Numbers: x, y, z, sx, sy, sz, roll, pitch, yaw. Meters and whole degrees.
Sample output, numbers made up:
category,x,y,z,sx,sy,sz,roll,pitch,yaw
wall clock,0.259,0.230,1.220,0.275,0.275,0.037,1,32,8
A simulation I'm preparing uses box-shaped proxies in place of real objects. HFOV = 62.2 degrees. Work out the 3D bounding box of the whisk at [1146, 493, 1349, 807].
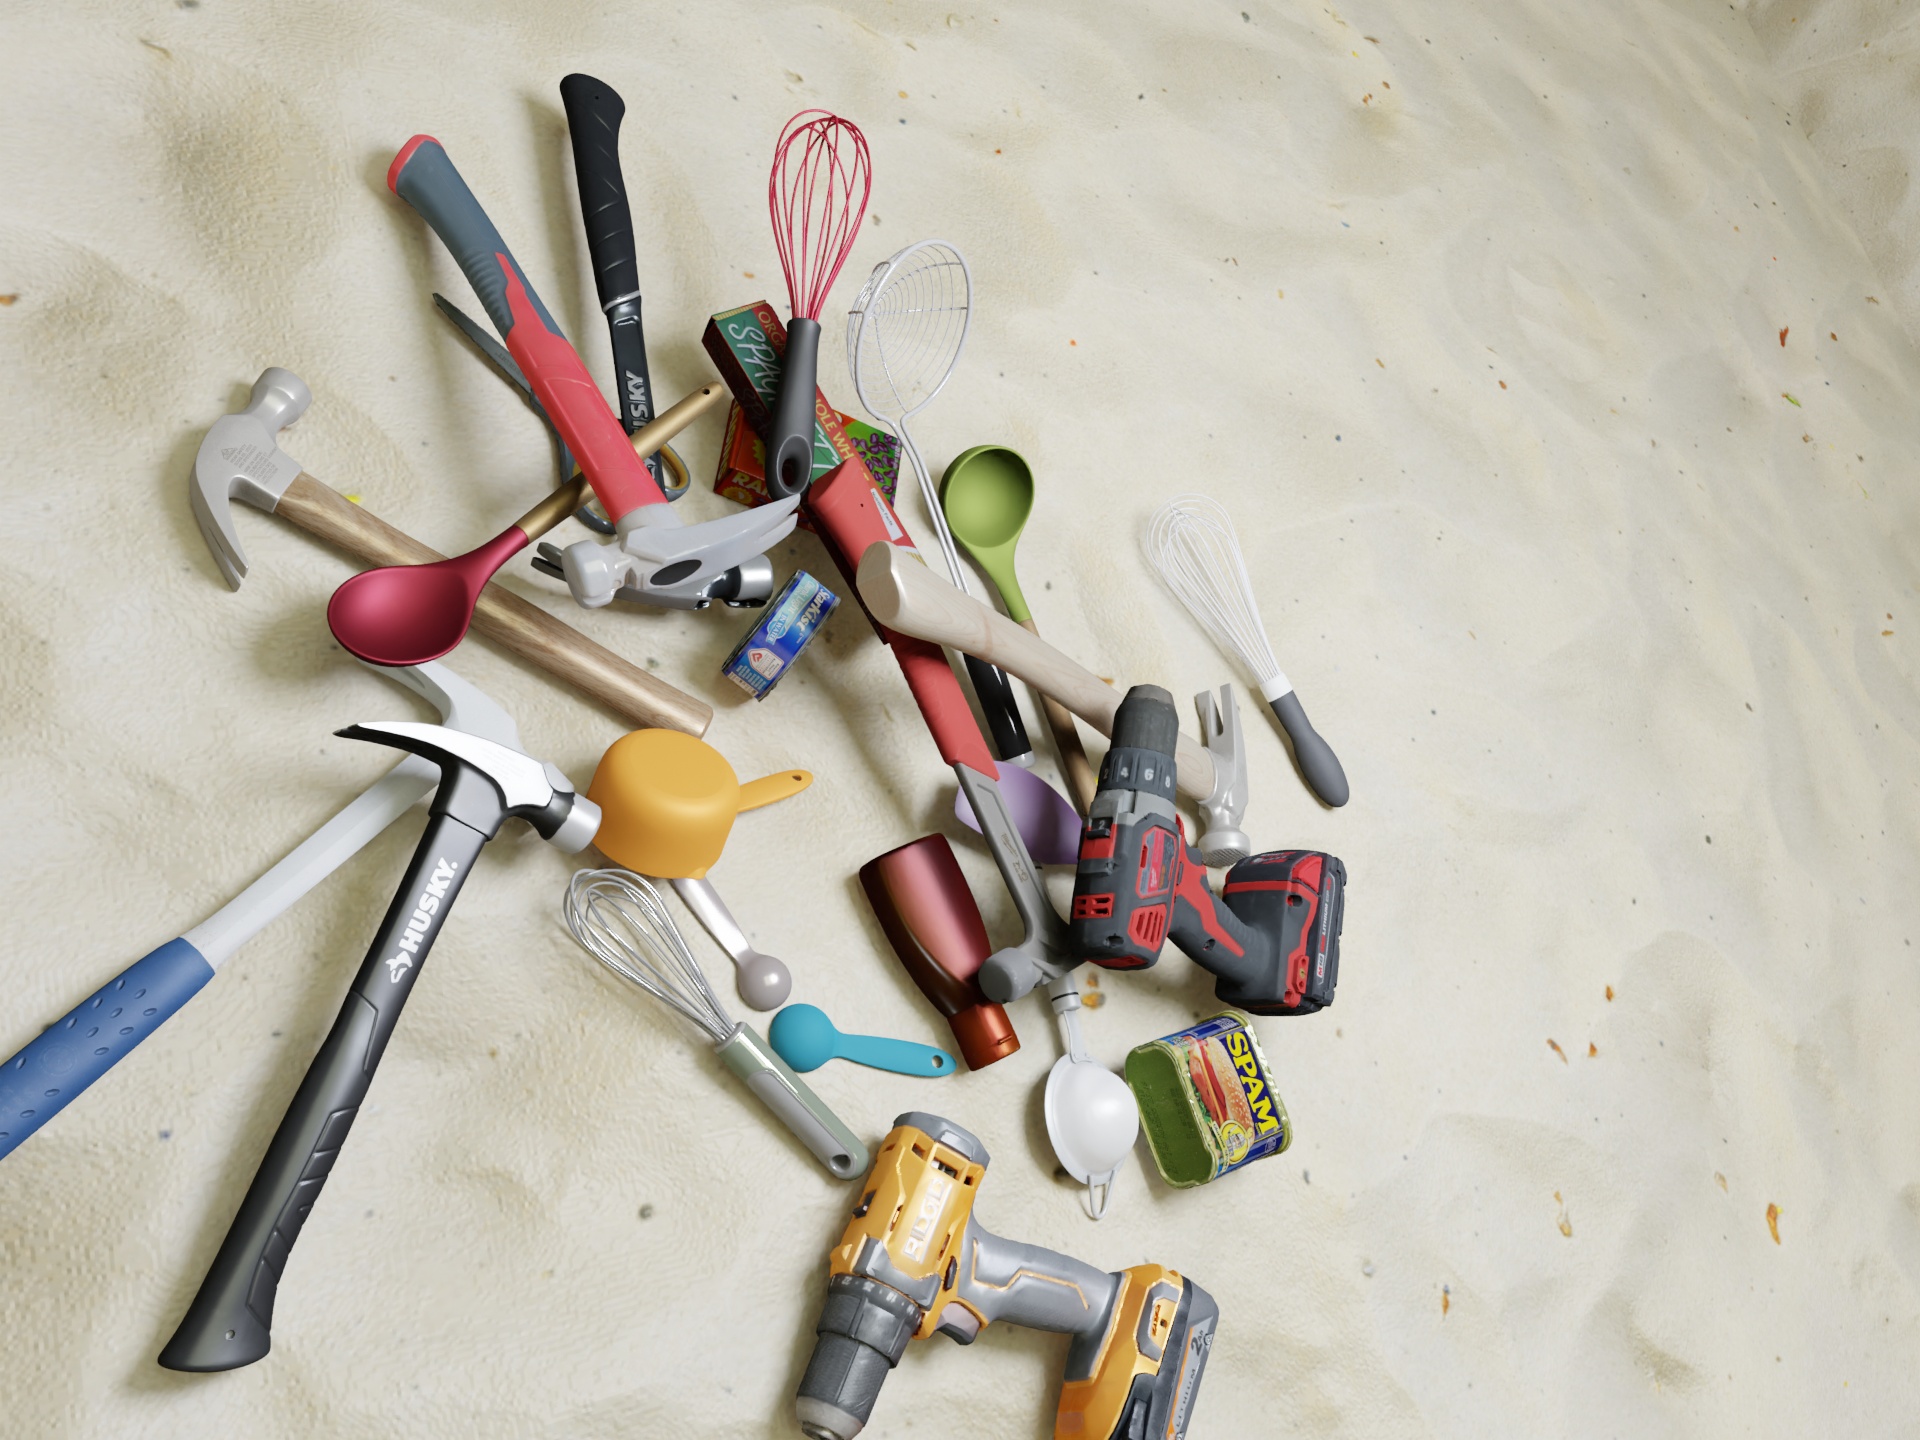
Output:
category,x,y,z,sx,sy,sz,roll,pitch,yaw
whisk,0.239,-0.055,1.282,0.070,0.070,0.284,-30,90,-39

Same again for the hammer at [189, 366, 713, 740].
category,x,y,z,sx,sy,sz,roll,pitch,yaw
hammer,-0.297,-0.074,0.951,0.331,0.031,0.130,32,53,-17

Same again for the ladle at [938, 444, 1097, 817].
category,x,y,z,sx,sy,sz,roll,pitch,yaw
ladle,0.060,-0.051,1.161,0.078,0.062,0.320,-15,78,-26

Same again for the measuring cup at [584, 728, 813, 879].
category,x,y,z,sx,sy,sz,roll,pitch,yaw
measuring cup,-0.146,0.036,0.968,0.095,0.052,0.173,43,36,25

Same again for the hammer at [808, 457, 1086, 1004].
category,x,y,z,sx,sy,sz,roll,pitch,yaw
hammer,-0.002,-0.003,1.037,0.149,0.036,0.359,-23,88,-50

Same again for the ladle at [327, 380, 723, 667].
category,x,y,z,sx,sy,sz,roll,pitch,yaw
ladle,-0.247,-0.126,0.954,0.069,0.031,0.315,40,54,4

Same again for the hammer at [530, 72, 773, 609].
category,x,y,z,sx,sy,sz,roll,pitch,yaw
hammer,-0.229,-0.261,1.061,0.149,0.036,0.409,-2,69,-28

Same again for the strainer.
category,x,y,z,sx,sy,sz,roll,pitch,yaw
strainer,0.073,0.195,1.057,0.086,0.050,0.259,9,58,-47

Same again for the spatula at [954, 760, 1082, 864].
category,x,y,z,sx,sy,sz,roll,pitch,yaw
spatula,0.127,0.109,1.133,0.315,0.018,0.060,29,61,-24

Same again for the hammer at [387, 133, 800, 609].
category,x,y,z,sx,sy,sz,roll,pitch,yaw
hammer,-0.247,-0.236,0.988,0.143,0.038,0.387,-22,64,-25

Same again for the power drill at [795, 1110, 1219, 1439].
category,x,y,z,sx,sy,sz,roll,pitch,yaw
power drill,0.023,0.359,0.918,0.226,0.084,0.185,33,55,-10

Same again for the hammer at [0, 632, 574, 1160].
category,x,y,z,sx,sy,sz,roll,pitch,yaw
hammer,-0.381,0.108,0.803,0.144,0.035,0.406,47,51,-5

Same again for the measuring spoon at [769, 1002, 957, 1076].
category,x,y,z,sx,sy,sz,roll,pitch,yaw
measuring spoon,-0.055,0.200,0.979,0.128,0.021,0.042,16,60,-25

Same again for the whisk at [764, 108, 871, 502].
category,x,y,z,sx,sy,sz,roll,pitch,yaw
whisk,-0.102,-0.282,1.068,0.073,0.073,0.296,13,73,-28

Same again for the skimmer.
category,x,y,z,sx,sy,sz,roll,pitch,yaw
skimmer,0.008,-0.144,1.104,0.127,0.090,0.363,-21,92,-53

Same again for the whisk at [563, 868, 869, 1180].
category,x,y,z,sx,sy,sz,roll,pitch,yaw
whisk,-0.139,0.178,0.922,0.246,0.058,0.059,48,17,-9

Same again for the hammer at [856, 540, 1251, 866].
category,x,y,z,sx,sy,sz,roll,pitch,yaw
hammer,0.079,-0.029,1.089,0.410,0.038,0.146,30,51,-43

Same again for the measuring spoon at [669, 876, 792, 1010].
category,x,y,z,sx,sy,sz,roll,pitch,yaw
measuring spoon,-0.143,0.121,0.964,0.034,0.018,0.124,-36,88,-39

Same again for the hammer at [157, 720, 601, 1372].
category,x,y,z,sx,sy,sz,roll,pitch,yaw
hammer,-0.306,0.155,0.798,0.146,0.035,0.335,36,60,-31

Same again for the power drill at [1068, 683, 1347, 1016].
category,x,y,z,sx,sy,sz,roll,pitch,yaw
power drill,0.166,0.095,1.075,0.226,0.080,0.188,27,64,-38
